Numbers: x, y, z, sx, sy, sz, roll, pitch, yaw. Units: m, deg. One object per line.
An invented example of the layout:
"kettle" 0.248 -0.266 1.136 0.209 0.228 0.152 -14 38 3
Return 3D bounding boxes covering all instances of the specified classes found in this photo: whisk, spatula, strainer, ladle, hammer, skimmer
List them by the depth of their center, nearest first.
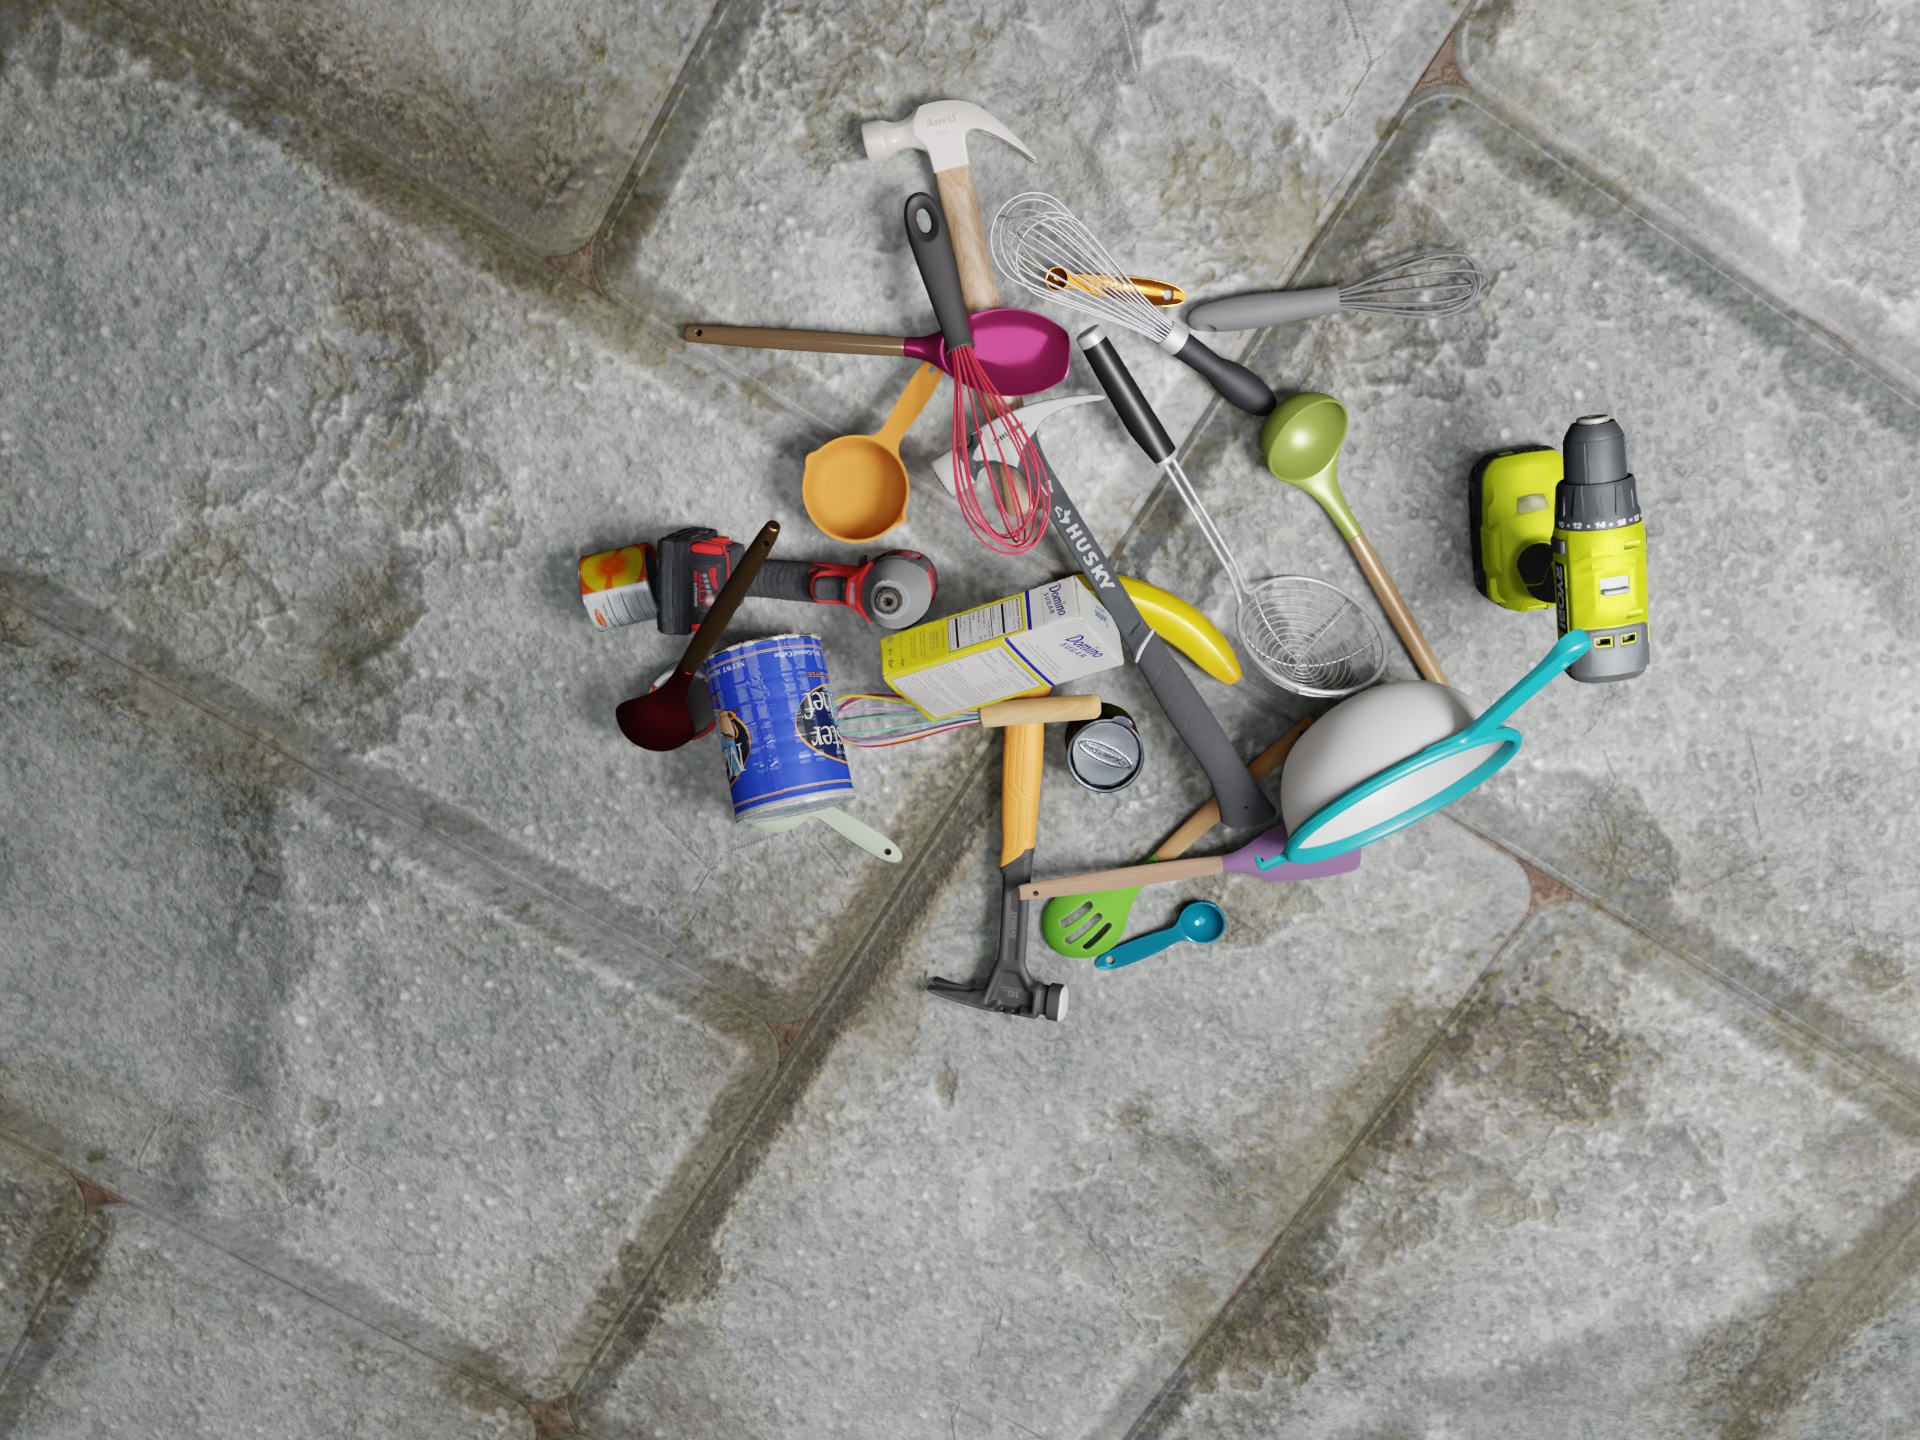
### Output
"whisk" 0.006 -0.271 1.241 0.073 0.073 0.296 -16 88 6
"strainer" 0.363 -0.003 1.256 0.211 0.340 0.095 -14 66 -28
"ladle" -0.206 -0.058 1.261 0.069 0.031 0.315 22 138 -17
"whisk" 0.144 -0.323 1.263 0.284 0.070 0.070 29 105 -21
"whisk" 0.301 -0.339 1.278 0.239 0.055 0.055 -7 106 7
"skimmer" 0.219 -0.170 1.279 0.090 0.127 0.363 -12 120 48
"hammer" 0.022 -0.331 1.293 0.130 0.031 0.331 -12 105 5
"hammer" 0.146 -0.082 1.319 0.149 0.036 0.409 -32 100 7
"ladle" 0.347 -0.132 1.330 0.078 0.062 0.320 -34 105 -1
"whisk" -0.003 -0.006 1.358 0.245 0.051 0.047 -4 94 14
"spatula" 0.204 0.128 1.398 0.316 0.018 0.059 -8 105 -10
"hammer" 0.044 0.098 1.405 0.127 0.034 0.336 7 103 15

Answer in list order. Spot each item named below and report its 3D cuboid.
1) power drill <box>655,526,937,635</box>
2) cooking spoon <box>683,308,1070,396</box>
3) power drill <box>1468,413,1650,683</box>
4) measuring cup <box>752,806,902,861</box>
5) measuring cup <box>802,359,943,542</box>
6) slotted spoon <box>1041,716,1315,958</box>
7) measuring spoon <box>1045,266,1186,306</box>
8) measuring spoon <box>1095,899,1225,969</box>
"power drill" -0.131 -0.110 1.303 0.219 0.143 0.078 3 103 3
"cooking spoon" -0.070 -0.304 1.287 0.319 0.017 0.068 6 100 8
"power drill" 0.465 -0.147 1.231 0.080 0.229 0.190 -8 105 4
"measuring cup" -0.125 0.085 1.409 0.167 0.038 0.083 31 104 -5
"measuring cup" -0.064 -0.226 1.318 0.095 0.052 0.173 33 92 -6
"slotted spoon" 0.195 0.105 1.415 0.313 0.031 0.070 -43 97 10
"measuring spoon" 0.127 -0.353 1.297 0.117 0.011 0.021 7 105 -4
"measuring spoon" 0.181 0.196 1.449 0.128 0.021 0.042 -25 105 17
